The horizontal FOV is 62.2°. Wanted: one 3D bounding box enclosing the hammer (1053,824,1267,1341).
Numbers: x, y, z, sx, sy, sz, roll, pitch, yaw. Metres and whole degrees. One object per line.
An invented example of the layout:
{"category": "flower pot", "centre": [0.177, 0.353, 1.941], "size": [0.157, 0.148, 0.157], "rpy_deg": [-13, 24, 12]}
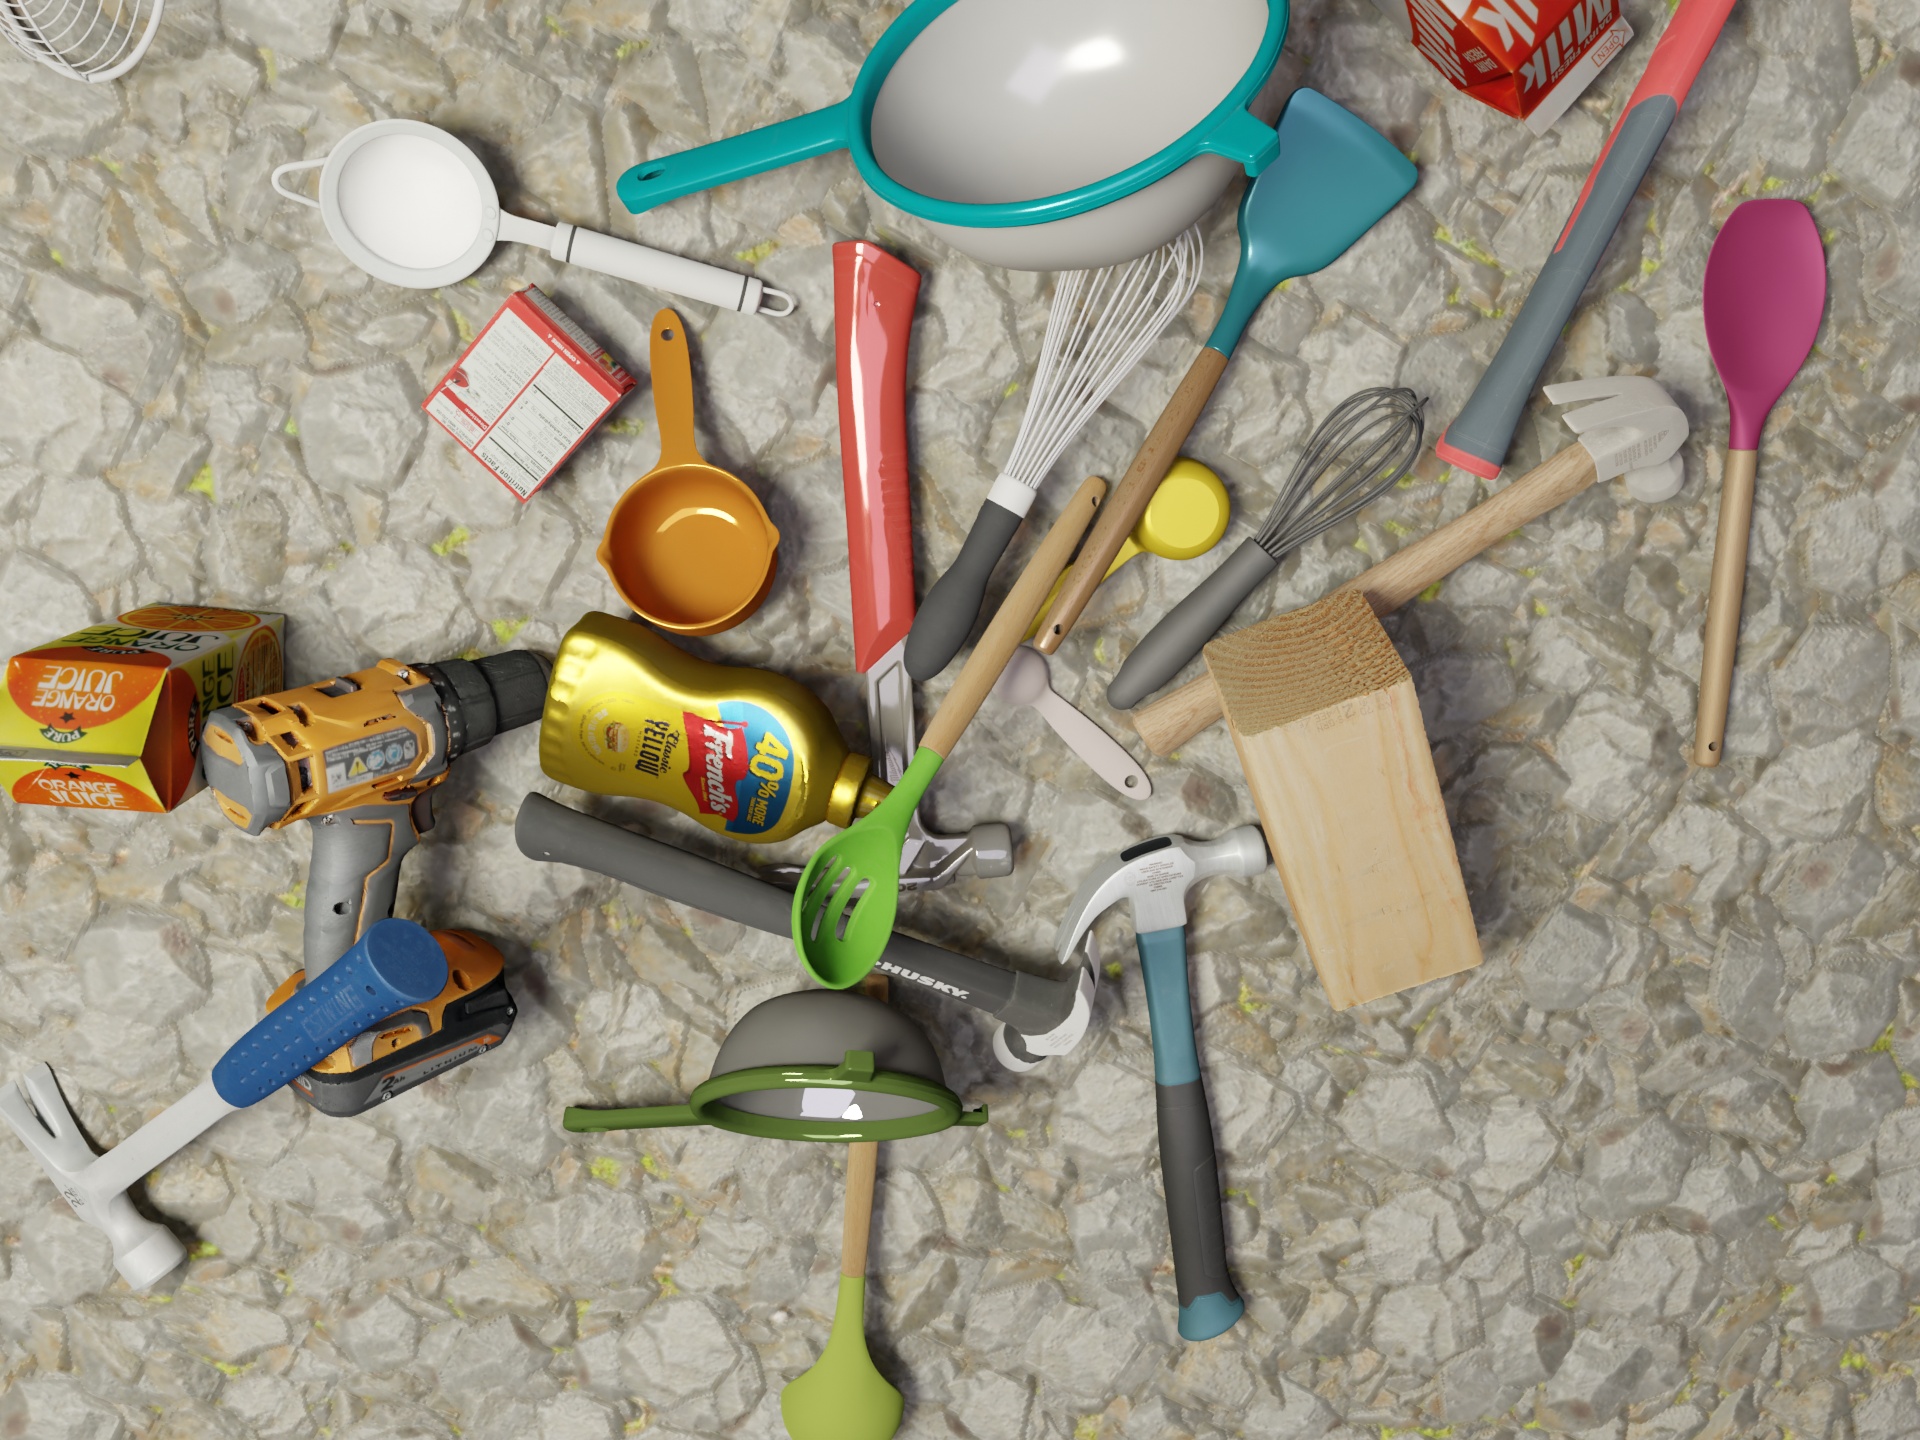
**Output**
{"category": "hammer", "centre": [0.135, 0.228, 0.966], "size": [0.128, 0.033, 0.331], "rpy_deg": [-9, 105, -2]}

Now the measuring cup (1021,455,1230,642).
{"category": "measuring cup", "centre": [0.082, -0.087, 0.879], "size": [0.156, 0.029, 0.062], "rpy_deg": [-37, 104, 3]}

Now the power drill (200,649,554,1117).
{"category": "power drill", "centre": [-0.292, 0.074, 0.851], "size": [0.084, 0.185, 0.226], "rpy_deg": [20, 119, 37]}

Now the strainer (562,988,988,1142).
{"category": "strainer", "centre": [-0.120, 0.197, 0.910], "size": [0.256, 0.151, 0.069], "rpy_deg": [-10, 62, 25]}

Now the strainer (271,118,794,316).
{"category": "strainer", "centre": [-0.211, -0.247, 0.816], "size": [0.258, 0.050, 0.086], "rpy_deg": [13, 126, -13]}

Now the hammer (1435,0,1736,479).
{"category": "hammer", "centre": [0.348, -0.301, 0.795], "size": [0.038, 0.143, 0.386], "rpy_deg": [22, 106, -4]}

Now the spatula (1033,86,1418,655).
{"category": "spatula", "centre": [0.124, -0.173, 0.839], "size": [0.082, 0.044, 0.317], "rpy_deg": [30, 90, -15]}

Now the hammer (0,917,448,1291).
{"category": "hammer", "centre": [-0.386, 0.188, 0.822], "size": [0.405, 0.035, 0.144], "rpy_deg": [-33, 96, 36]}

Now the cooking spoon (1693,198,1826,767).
{"category": "cooking spoon", "centre": [0.438, -0.127, 0.899], "size": [0.068, 0.017, 0.318], "rpy_deg": [-1, 104, -3]}

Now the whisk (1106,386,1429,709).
{"category": "whisk", "centre": [0.167, -0.092, 0.877], "size": [0.055, 0.055, 0.239], "rpy_deg": [41, 102, -13]}

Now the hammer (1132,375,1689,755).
{"category": "hammer", "centre": [0.239, -0.078, 0.868], "size": [0.331, 0.031, 0.130], "rpy_deg": [-33, 149, 12]}

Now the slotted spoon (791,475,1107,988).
{"category": "slotted spoon", "centre": [-0.001, -0.003, 0.835], "size": [0.070, 0.031, 0.314], "rpy_deg": [44, 69, -39]}

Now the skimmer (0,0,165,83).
{"category": "skimmer", "centre": [-0.298, -0.403, 0.774], "size": [0.363, 0.090, 0.127], "rpy_deg": [-15, 103, -10]}

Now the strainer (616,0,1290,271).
{"category": "strainer", "centre": [-0.001, -0.275, 0.786], "size": [0.340, 0.211, 0.095], "rpy_deg": [-9, 146, 18]}

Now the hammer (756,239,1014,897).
{"category": "hammer", "centre": [-0.052, -0.076, 0.872], "size": [0.149, 0.037, 0.359], "rpy_deg": [-4, 105, -3]}

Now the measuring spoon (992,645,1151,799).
{"category": "measuring spoon", "centre": [0.066, 0.005, 0.910], "size": [0.124, 0.018, 0.034], "rpy_deg": [42, 98, -13]}

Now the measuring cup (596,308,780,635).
{"category": "measuring cup", "centre": [-0.146, -0.129, 0.851], "size": [0.095, 0.052, 0.174], "rpy_deg": [-7, 82, -1]}

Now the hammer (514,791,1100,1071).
{"category": "hammer", "centre": [-0.081, 0.109, 0.873], "size": [0.334, 0.146, 0.035], "rpy_deg": [21, 58, -9]}

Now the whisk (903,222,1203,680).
{"category": "whisk", "centre": [0.042, -0.147, 0.833], "size": [0.070, 0.070, 0.284], "rpy_deg": [27, 97, -10]}

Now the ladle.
{"category": "ladle", "centre": [-0.063, 0.308, 0.976], "size": [0.078, 0.062, 0.320], "rpy_deg": [5, 98, -2]}
